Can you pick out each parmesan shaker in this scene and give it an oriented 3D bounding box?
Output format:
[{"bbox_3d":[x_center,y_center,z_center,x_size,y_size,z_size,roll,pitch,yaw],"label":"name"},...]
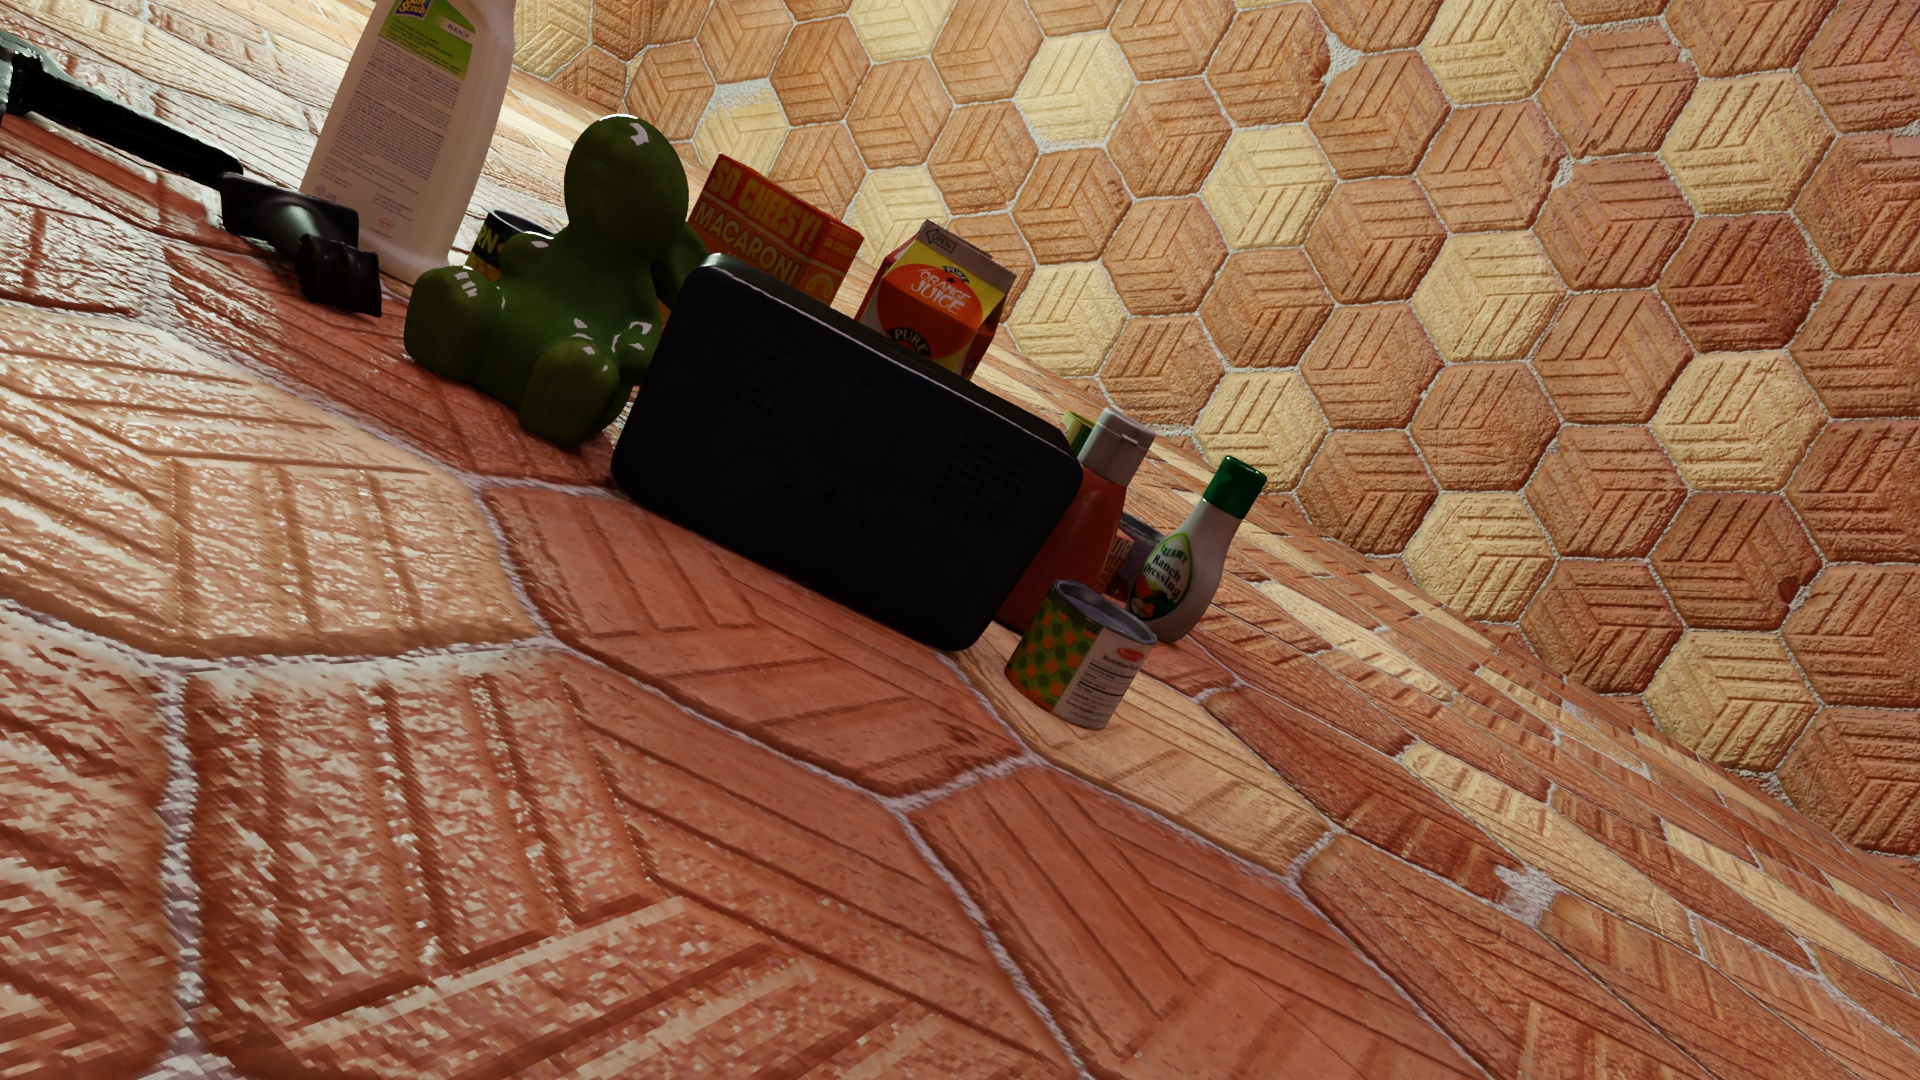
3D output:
[{"bbox_3d":[0.098,-0.056,1.240,0.071,0.103,0.071,28,11,-6],"label":"parmesan shaker"}]

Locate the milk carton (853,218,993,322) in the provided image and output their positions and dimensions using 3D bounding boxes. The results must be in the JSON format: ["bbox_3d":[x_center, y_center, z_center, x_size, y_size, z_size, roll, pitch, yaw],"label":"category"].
[{"bbox_3d":[-0.046,-0.166,1.150,0.072,0.190,0.073,32,12,16],"label":"milk carton"}]

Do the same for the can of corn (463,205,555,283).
[{"bbox_3d":[-0.308,-0.189,0.959,0.071,0.058,0.071,28,12,-6],"label":"can of corn"}]

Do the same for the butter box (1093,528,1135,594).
[{"bbox_3d":[0.090,0.010,1.066,0.024,0.053,0.103,37,14,34],"label":"butter box"}]

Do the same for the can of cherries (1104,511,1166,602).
[{"bbox_3d":[0.134,0.013,1.143,0.071,0.058,0.071,28,12,-6],"label":"can of cherries"}]

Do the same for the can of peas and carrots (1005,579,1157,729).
[{"bbox_3d":[0.065,0.062,0.774,0.071,0.058,0.071,28,12,-6],"label":"can of peas and carrots"}]

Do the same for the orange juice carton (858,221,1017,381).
[{"bbox_3d":[-0.038,-0.107,0.916,0.072,0.192,0.073,30,11,6],"label":"orange juice carton"}]

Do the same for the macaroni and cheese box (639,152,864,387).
[{"bbox_3d":[-0.151,-0.159,0.935,0.124,0.166,0.040,36,13,32],"label":"macaroni and cheese box"}]

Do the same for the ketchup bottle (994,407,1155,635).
[{"bbox_3d":[0.070,-0.010,0.868,0.065,0.148,0.043,27,11,-12],"label":"ketchup bottle"}]

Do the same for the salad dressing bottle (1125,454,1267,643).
[{"bbox_3d":[0.182,0.006,1.063,0.044,0.147,0.064,21,14,-38],"label":"salad dressing bottle"}]
